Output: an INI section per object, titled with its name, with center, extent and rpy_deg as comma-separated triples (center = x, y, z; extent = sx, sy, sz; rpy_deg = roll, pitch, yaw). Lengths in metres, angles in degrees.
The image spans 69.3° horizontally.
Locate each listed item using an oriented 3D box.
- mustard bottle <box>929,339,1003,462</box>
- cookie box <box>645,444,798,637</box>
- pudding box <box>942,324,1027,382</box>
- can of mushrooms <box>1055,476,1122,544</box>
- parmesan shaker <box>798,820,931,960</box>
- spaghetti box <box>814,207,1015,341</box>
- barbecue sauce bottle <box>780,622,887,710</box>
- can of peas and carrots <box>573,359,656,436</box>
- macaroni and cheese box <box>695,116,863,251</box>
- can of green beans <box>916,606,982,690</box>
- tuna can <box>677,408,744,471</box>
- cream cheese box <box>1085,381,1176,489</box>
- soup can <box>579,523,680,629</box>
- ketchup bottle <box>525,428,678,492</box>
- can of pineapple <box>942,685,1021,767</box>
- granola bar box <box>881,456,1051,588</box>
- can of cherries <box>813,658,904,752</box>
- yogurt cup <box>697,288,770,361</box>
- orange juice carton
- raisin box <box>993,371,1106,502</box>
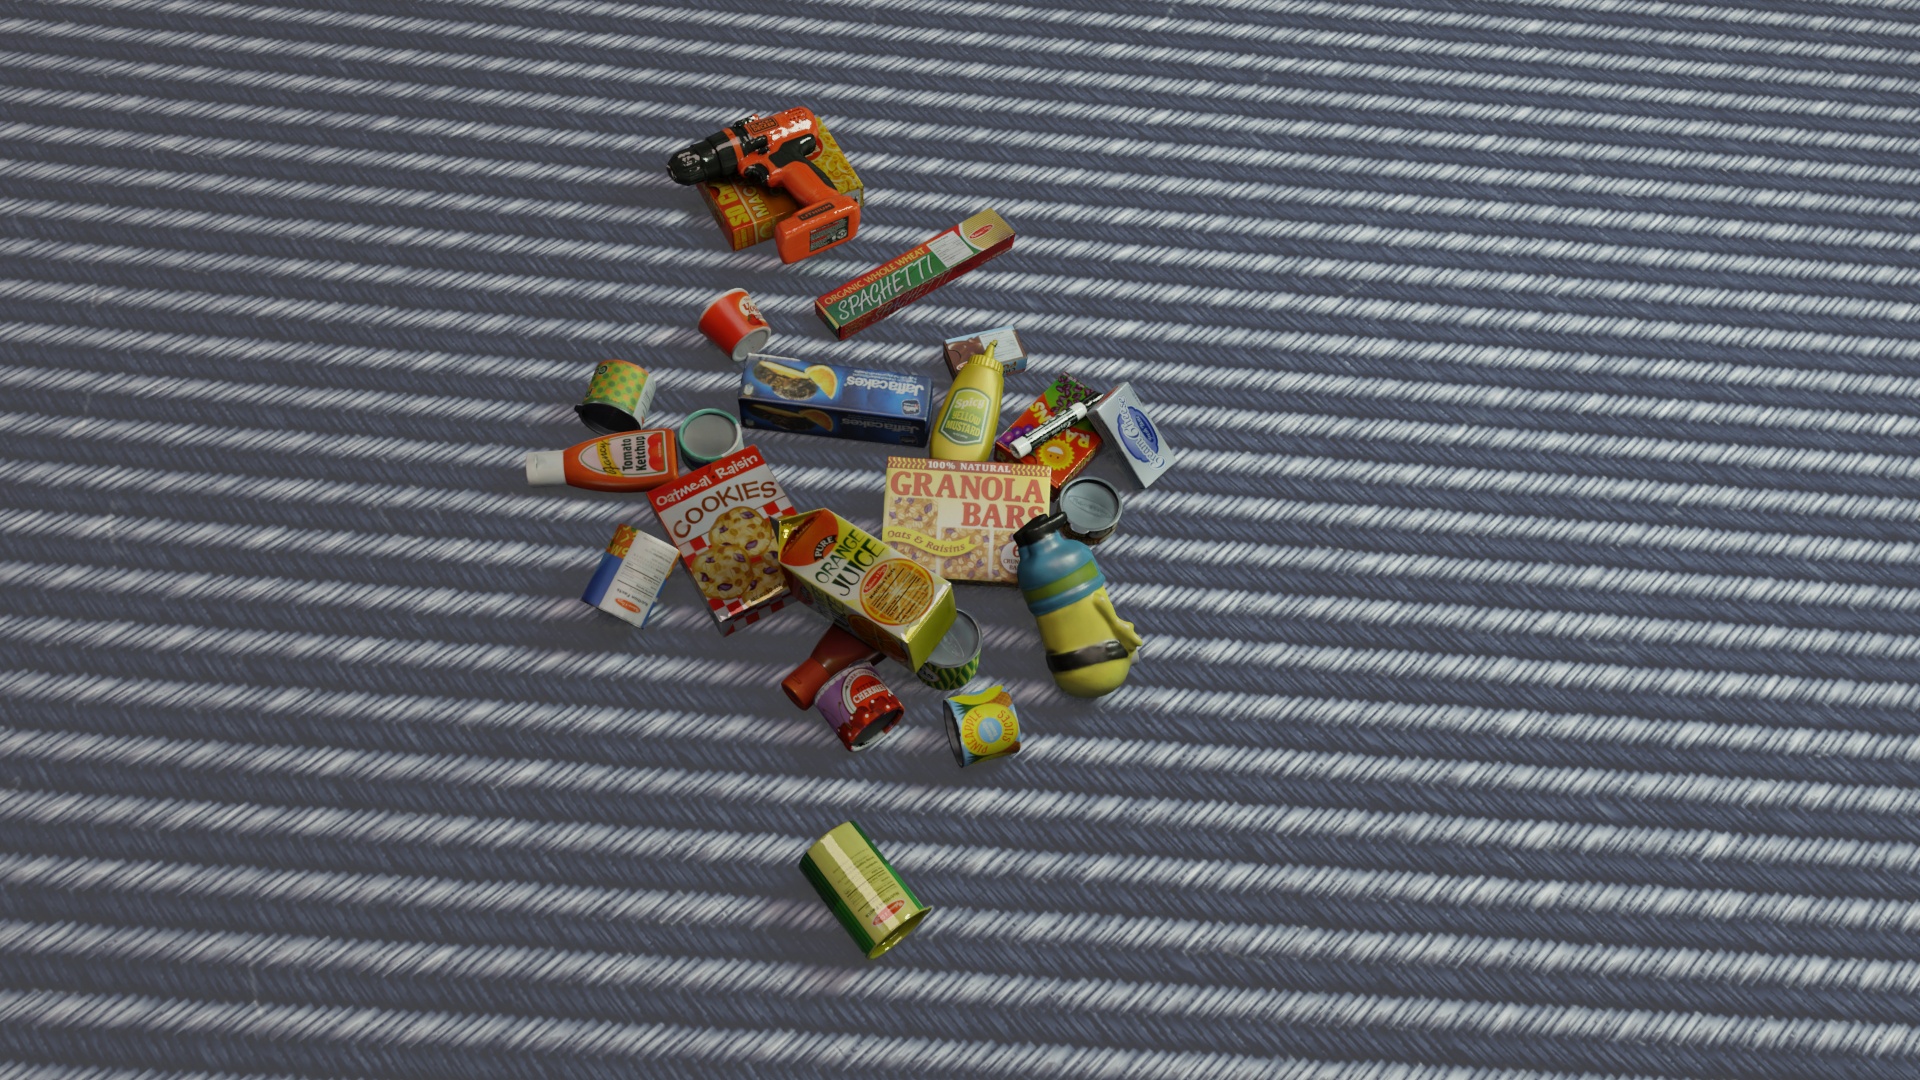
[mustard bottle]
center = 0.013, -0.145, 1.472
extent = 0.065, 0.048, 0.160
rpy_deg = 15, 73, 4
[cookie box]
center = -0.222, -0.003, 1.394
extent = 0.123, 0.040, 0.168
rpy_deg = -26, 66, -17
[pudding box]
center = 0.026, -0.204, 1.532
extent = 0.084, 0.030, 0.050
rpy_deg = -15, 64, -12
[can of mushrooms]
center = 0.132, -0.029, 1.440
extent = 0.071, 0.033, 0.071
rpy_deg = 2, 61, -4
[parmesan shaker]
center = -0.084, 0.304, 1.219
extent = 0.071, 0.071, 0.103
rpy_deg = -34, 68, -20
[spaghetti box]
center = -0.051, -0.305, 1.583
extent = 0.251, 0.028, 0.050
rpy_deg = -32, 68, -20
[barbecue sauce bottle]
center = -0.106, 0.103, 1.342
extent = 0.149, 0.043, 0.065
rpy_deg = -40, 57, -22
[can of peas and carrots]
center = -0.360, -0.148, 1.449
extent = 0.071, 0.070, 0.059
rpy_deg = 11, 60, 2
[macaroni and cheese box]
center = -0.215, -0.420, 1.628
extent = 0.167, 0.040, 0.124
rpy_deg = -24, 65, -16
[can of green beans]
center = -0.014, 0.104, 1.340
extent = 0.071, 0.057, 0.071
rpy_deg = 2, 61, -3
[tuna can]
center = -0.263, -0.104, 1.452
extent = 0.071, 0.032, 0.071
rpy_deg = 2, 61, -4
[cream cheese box]
center = 0.180, -0.109, 1.464
extent = 0.053, 0.024, 0.103
rpy_deg = -41, 107, -22
[soup can]
center = -0.319, 0.034, 1.341
extent = 0.071, 0.071, 0.084
rpy_deg = 23, 80, 9
[ketchup bottle]
center = -0.366, -0.078, 1.424
extent = 0.149, 0.043, 0.065
rpy_deg = -6, 67, -7
[can of pineapple]
center = 0.020, 0.173, 1.298
extent = 0.058, 0.070, 0.071
rpy_deg = -13, 63, -11
[granola bar box]
center = 0.005, -0.018, 1.402
extent = 0.166, 0.039, 0.124
rpy_deg = 3, 79, -2
[can of cherries]
center = -0.094, 0.154, 1.298
extent = 0.072, 0.071, 0.058
rpy_deg = -31, 68, -19
[yogurt cup]
center = -0.243, -0.232, 1.509
extent = 0.072, 0.072, 0.054
rpy_deg = -36, 77, -21
[orange juice carton]
center = -0.102, 0.037, 1.306
extent = 0.193, 0.071, 0.073
rpy_deg = 30, 68, 20
[raisin box]
center = 0.106, -0.111, 1.481
extent = 0.086, 0.040, 0.124
rpy_deg = 37, 65, 15
